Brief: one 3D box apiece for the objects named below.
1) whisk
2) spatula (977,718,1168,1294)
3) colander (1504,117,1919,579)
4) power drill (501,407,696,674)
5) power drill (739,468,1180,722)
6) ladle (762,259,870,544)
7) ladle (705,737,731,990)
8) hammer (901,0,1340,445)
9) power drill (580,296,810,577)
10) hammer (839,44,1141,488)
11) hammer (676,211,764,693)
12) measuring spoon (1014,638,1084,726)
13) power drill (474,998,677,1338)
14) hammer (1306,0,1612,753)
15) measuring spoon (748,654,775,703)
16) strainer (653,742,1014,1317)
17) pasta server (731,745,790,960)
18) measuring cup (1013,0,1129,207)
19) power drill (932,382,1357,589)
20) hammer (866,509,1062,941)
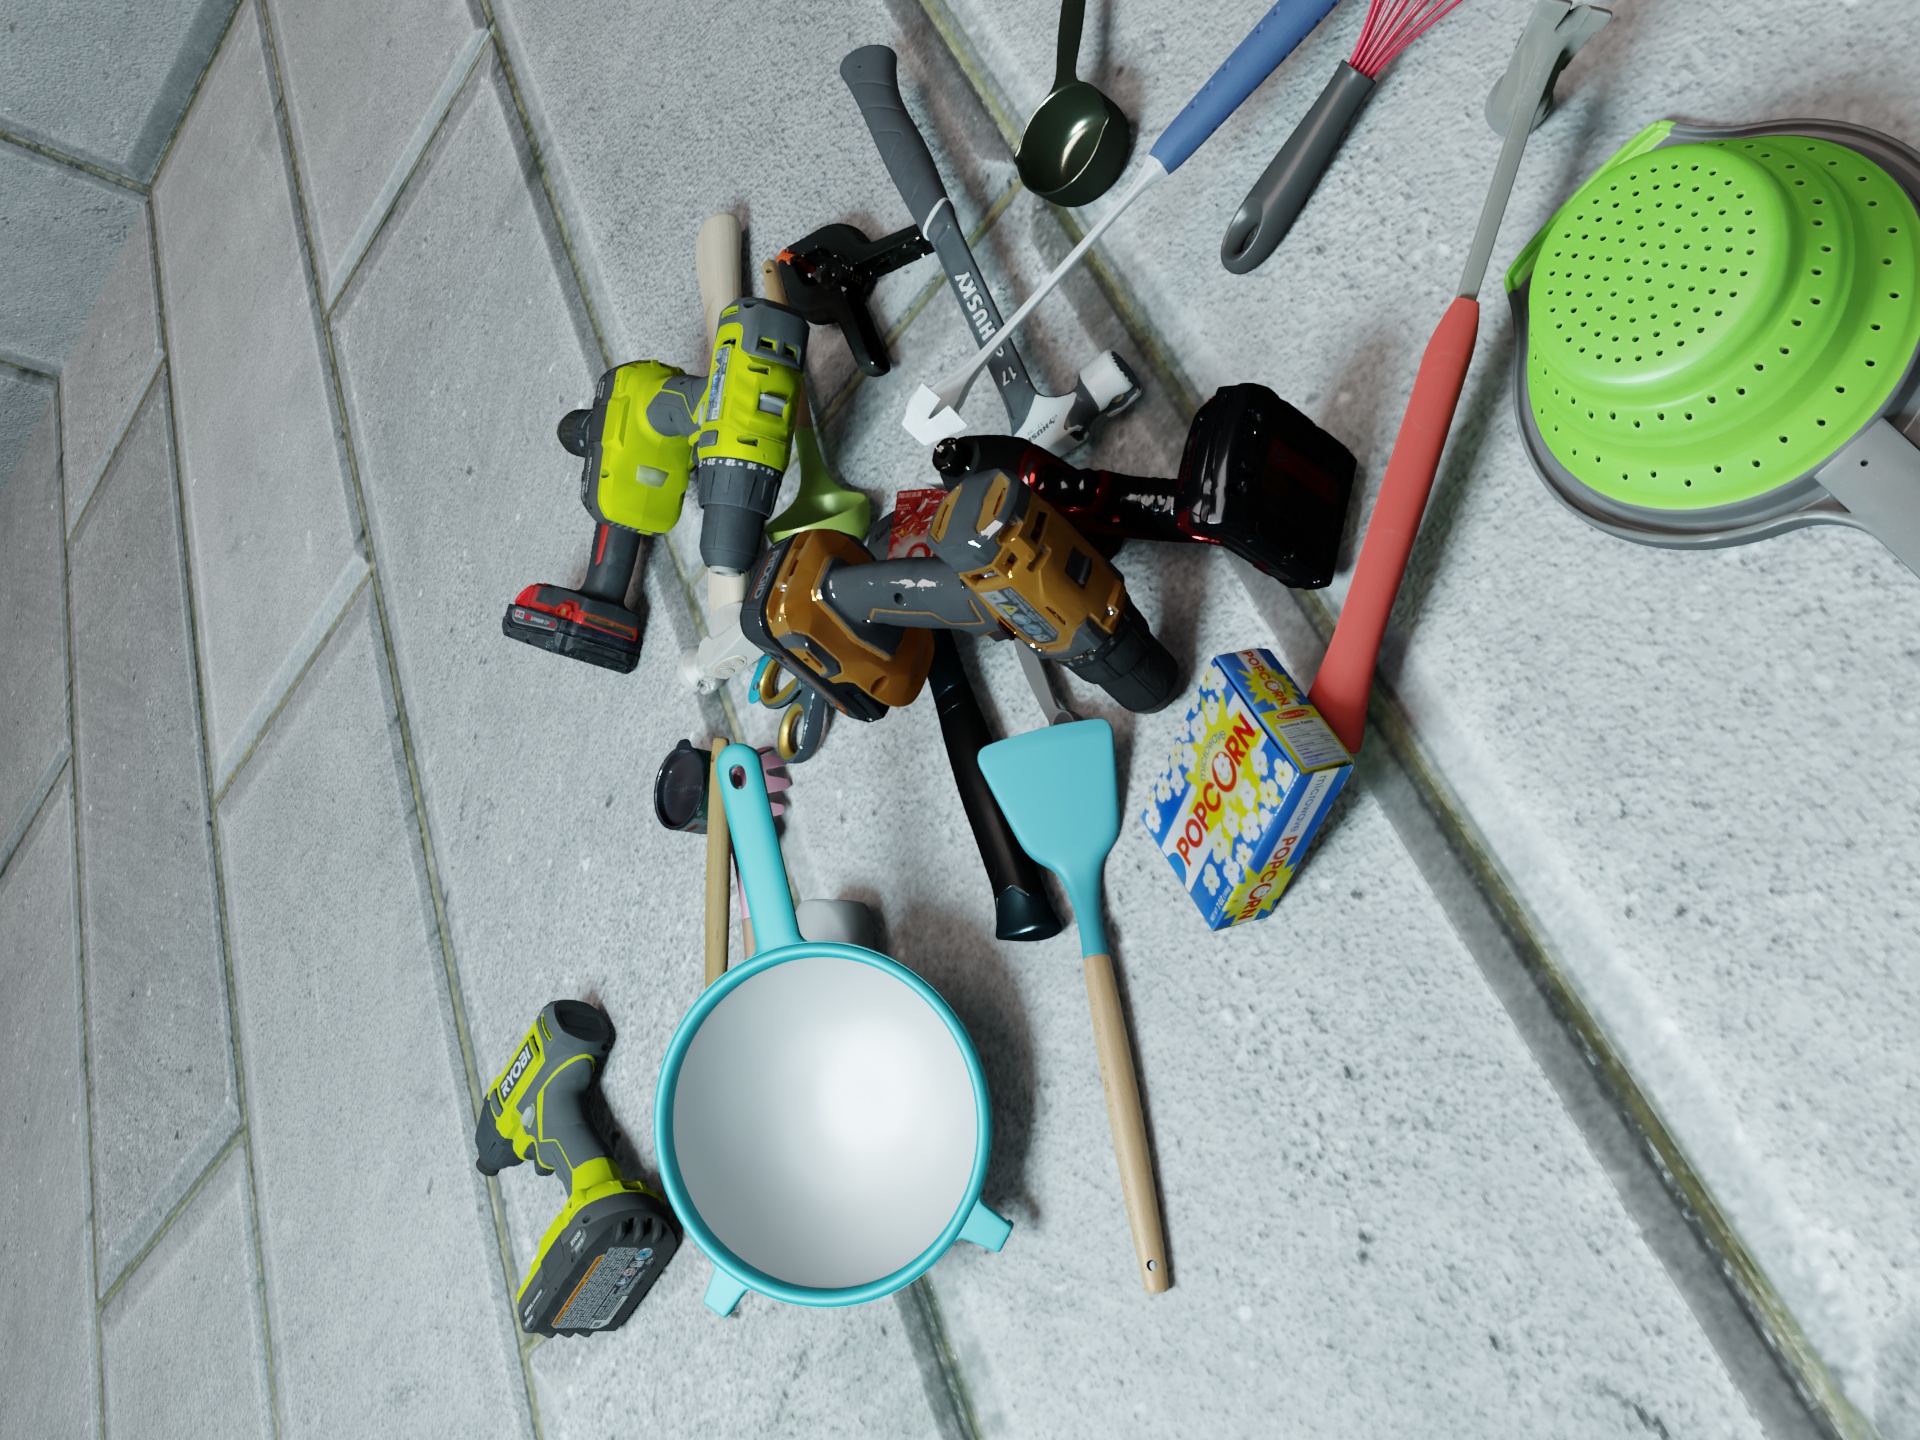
[{"bbox_3d":[0.232,-0.376,0.879,0.295,0.073,0.073,-56,46,28],"label":"whisk"},{"bbox_3d":[0.078,0.158,0.899,0.082,0.044,0.318,-14,69,10],"label":"spatula"},{"bbox_3d":[0.352,-0.125,0.656,0.204,0.094,0.398,-47,50,27],"label":"colander"},{"bbox_3d":[-0.317,-0.167,1.372,0.188,0.080,0.227,17,89,47],"label":"power drill"},{"bbox_3d":[0.004,-0.055,0.931,0.226,0.185,0.084,-8,53,43],"label":"power drill"},{"bbox_3d":[-0.127,-0.246,1.211,0.078,0.062,0.320,-16,59,4],"label":"ladle"},{"bbox_3d":[-0.172,0.170,1.130,0.069,0.031,0.315,-7,82,57],"label":"ladle"},{"bbox_3d":[0.109,-0.315,0.925,0.405,0.035,0.144,-46,9,10],"label":"hammer"},{"bbox_3d":[-0.198,-0.199,1.180,0.229,0.080,0.190,3,83,54],"label":"power drill"},{"bbox_3d":[-0.012,-0.329,1.100,0.149,0.036,0.409,-35,58,23],"label":"hammer"},{"bbox_3d":[-0.181,-0.234,1.263,0.146,0.038,0.411,-32,56,49],"label":"hammer"},{"bbox_3d":[0.057,-0.022,0.993,0.034,0.018,0.124,113,148,-42],"label":"measuring spoon"},{"bbox_3d":[-0.309,0.351,1.225,0.171,0.080,0.223,-56,43,19],"label":"power drill"},{"bbox_3d":[0.234,-0.157,0.782,0.037,0.149,0.359,17,99,7],"label":"hammer"},{"bbox_3d":[-0.140,-0.073,1.200,0.042,0.021,0.128,30,99,46],"label":"measuring spoon"},{"bbox_3d":[-0.090,0.181,0.990,0.211,0.095,0.340,-18,77,12],"label":"strainer"},{"bbox_3d":[-0.139,0.168,1.136,0.060,0.040,0.316,-24,67,39],"label":"pasta server"},{"bbox_3d":[0.081,-0.420,1.057,0.083,0.038,0.168,-7,73,45],"label":"measuring cup"},{"bbox_3d":[0.094,-0.128,0.890,0.220,0.143,0.078,5,79,44],"label":"power drill"},{"bbox_3d":[-0.002,-0.003,1.032,0.128,0.033,0.331,-41,54,34],"label":"hammer"}]
